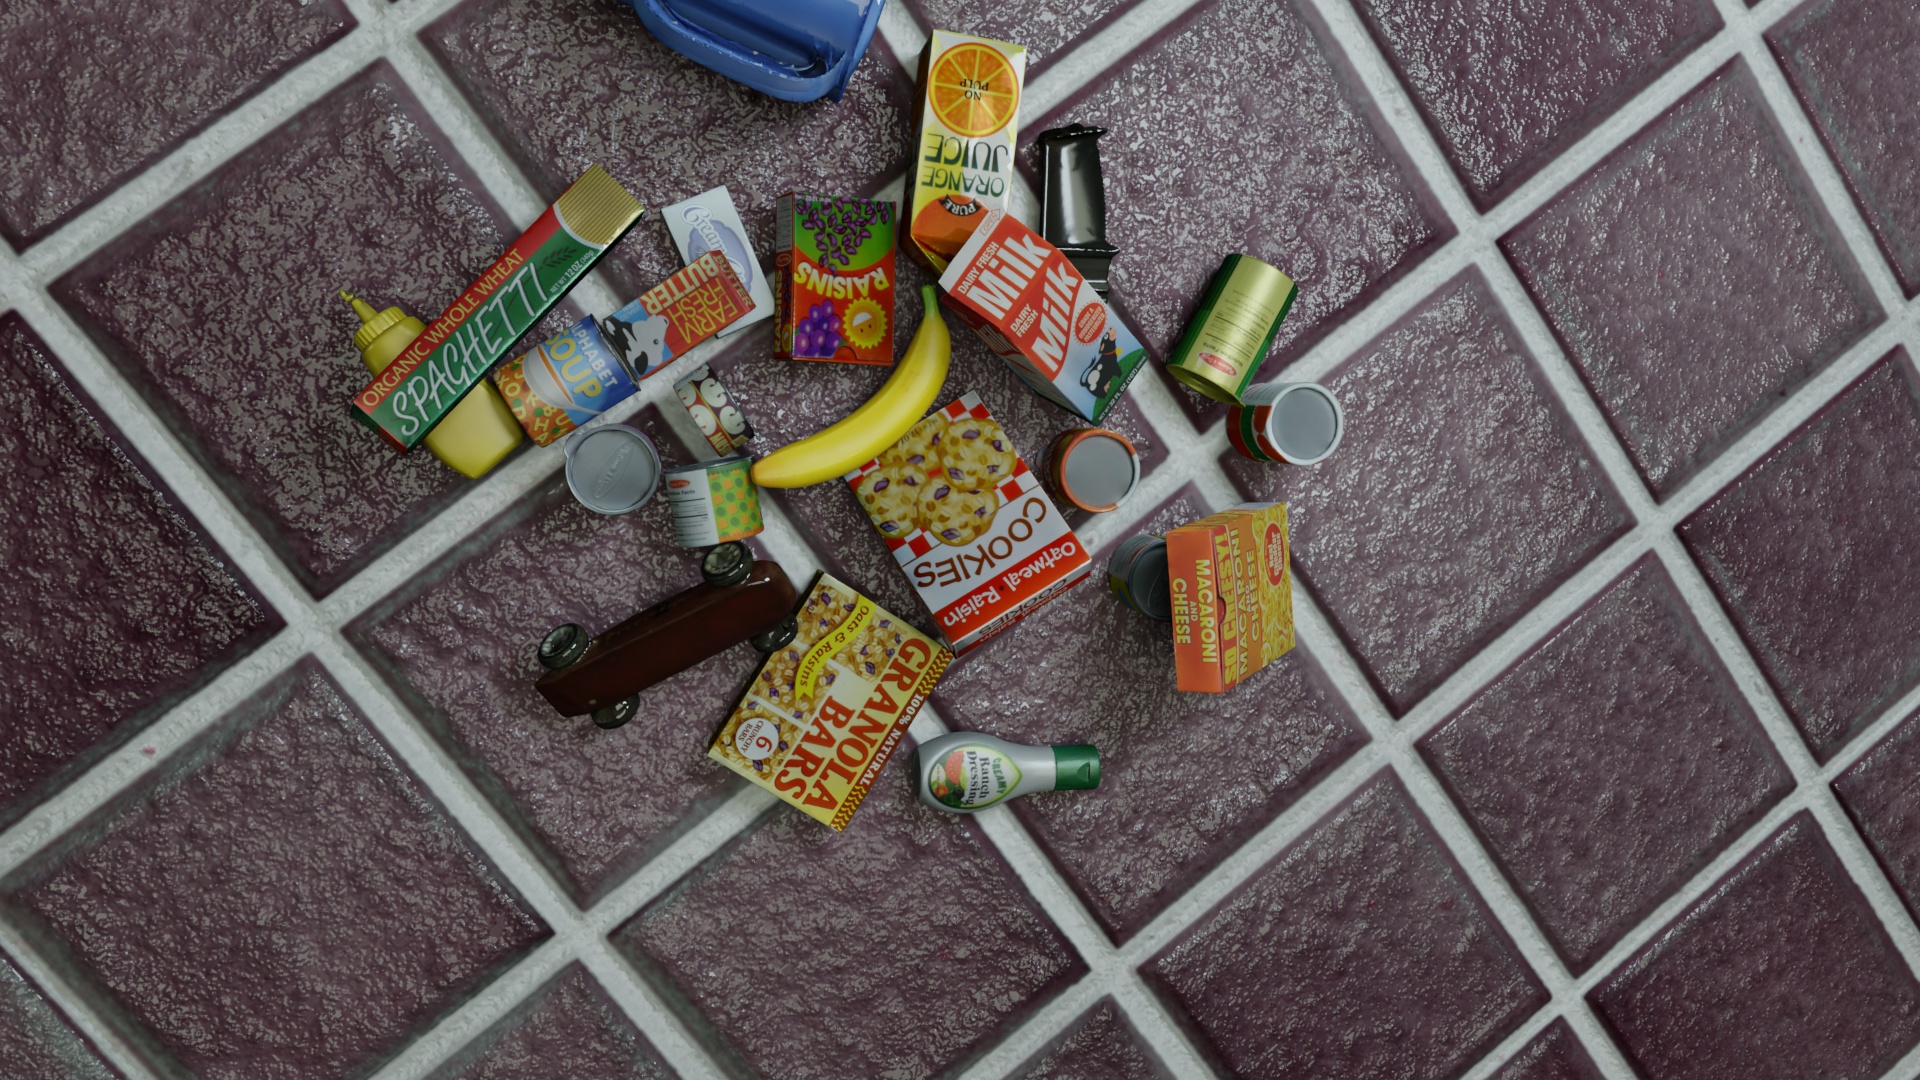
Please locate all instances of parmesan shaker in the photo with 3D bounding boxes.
[{"bbox_3d":[0.219,-0.167,1.107,0.071,0.071,0.103,29,88,-12],"label":"parmesan shaker"}]

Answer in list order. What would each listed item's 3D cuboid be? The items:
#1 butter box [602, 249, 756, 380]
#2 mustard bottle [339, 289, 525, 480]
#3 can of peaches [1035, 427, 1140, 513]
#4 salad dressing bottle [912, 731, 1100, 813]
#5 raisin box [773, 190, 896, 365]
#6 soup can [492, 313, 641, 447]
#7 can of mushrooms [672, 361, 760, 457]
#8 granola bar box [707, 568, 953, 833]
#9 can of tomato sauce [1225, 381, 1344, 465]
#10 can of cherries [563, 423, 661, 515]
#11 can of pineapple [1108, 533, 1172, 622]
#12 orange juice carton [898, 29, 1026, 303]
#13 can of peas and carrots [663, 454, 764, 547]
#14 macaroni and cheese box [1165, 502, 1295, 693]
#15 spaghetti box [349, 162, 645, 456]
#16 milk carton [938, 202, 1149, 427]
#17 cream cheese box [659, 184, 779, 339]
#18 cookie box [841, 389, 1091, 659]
[{"bbox_3d":[-0.207,-0.166,1.024,0.103,0.024,0.053,-29,99,15],"label":"butter box"},{"bbox_3d":[-0.385,-0.119,0.999,0.065,0.049,0.160,-41,100,-11],"label":"mustard bottle"},{"bbox_3d":[0.100,-0.056,1.097,0.071,0.058,0.071,-1,96,-12],"label":"can of peaches"},{"bbox_3d":[0.037,0.184,1.113,0.148,0.044,0.064,-1,94,-11],"label":"salad dressing bottle"},{"bbox_3d":[-0.094,-0.195,1.044,0.086,0.040,0.123,-1,96,-31],"label":"raisin box"},{"bbox_3d":[-0.286,-0.116,1.008,0.084,0.071,0.071,-32,101,-7],"label":"soup can"},{"bbox_3d":[-0.181,-0.095,1.032,0.033,0.071,0.071,-34,101,-6],"label":"can of mushrooms"},{"bbox_3d":[-0.101,0.124,1.083,0.124,0.039,0.165,33,88,-12],"label":"granola bar box"},{"bbox_3d":[0.260,-0.092,1.113,0.071,0.083,0.071,-1,95,-11],"label":"can of tomato sauce"},{"bbox_3d":[-0.257,-0.056,1.026,0.071,0.058,0.071,-1,96,-11],"label":"can of cherries"},{"bbox_3d":[0.159,0.031,1.117,0.071,0.058,0.071,-1,96,-11],"label":"can of pineapple"},{"bbox_3d":[-0.003,-0.275,1.050,0.073,0.072,0.192,6,94,-11],"label":"orange juice carton"},{"bbox_3d":[-0.182,-0.030,1.040,0.071,0.071,0.058,-11,98,-10],"label":"can of peas and carrots"},{"bbox_3d":[0.214,0.040,1.083,0.040,0.167,0.123,-2,97,31],"label":"macaroni and cheese box"},{"bbox_3d":[-0.324,-0.166,0.985,0.050,0.028,0.251,42,70,-11],"label":"spaghetti box"},{"bbox_3d":[0.055,-0.167,1.022,0.072,0.073,0.190,-55,138,-1],"label":"milk carton"},{"bbox_3d":[-0.180,-0.209,1.045,0.053,0.024,0.103,-25,100,-10],"label":"cream cheese box"},{"bbox_3d":[0.004,-0.013,1.055,0.123,0.040,0.168,-31,71,-8],"label":"cookie box"}]
